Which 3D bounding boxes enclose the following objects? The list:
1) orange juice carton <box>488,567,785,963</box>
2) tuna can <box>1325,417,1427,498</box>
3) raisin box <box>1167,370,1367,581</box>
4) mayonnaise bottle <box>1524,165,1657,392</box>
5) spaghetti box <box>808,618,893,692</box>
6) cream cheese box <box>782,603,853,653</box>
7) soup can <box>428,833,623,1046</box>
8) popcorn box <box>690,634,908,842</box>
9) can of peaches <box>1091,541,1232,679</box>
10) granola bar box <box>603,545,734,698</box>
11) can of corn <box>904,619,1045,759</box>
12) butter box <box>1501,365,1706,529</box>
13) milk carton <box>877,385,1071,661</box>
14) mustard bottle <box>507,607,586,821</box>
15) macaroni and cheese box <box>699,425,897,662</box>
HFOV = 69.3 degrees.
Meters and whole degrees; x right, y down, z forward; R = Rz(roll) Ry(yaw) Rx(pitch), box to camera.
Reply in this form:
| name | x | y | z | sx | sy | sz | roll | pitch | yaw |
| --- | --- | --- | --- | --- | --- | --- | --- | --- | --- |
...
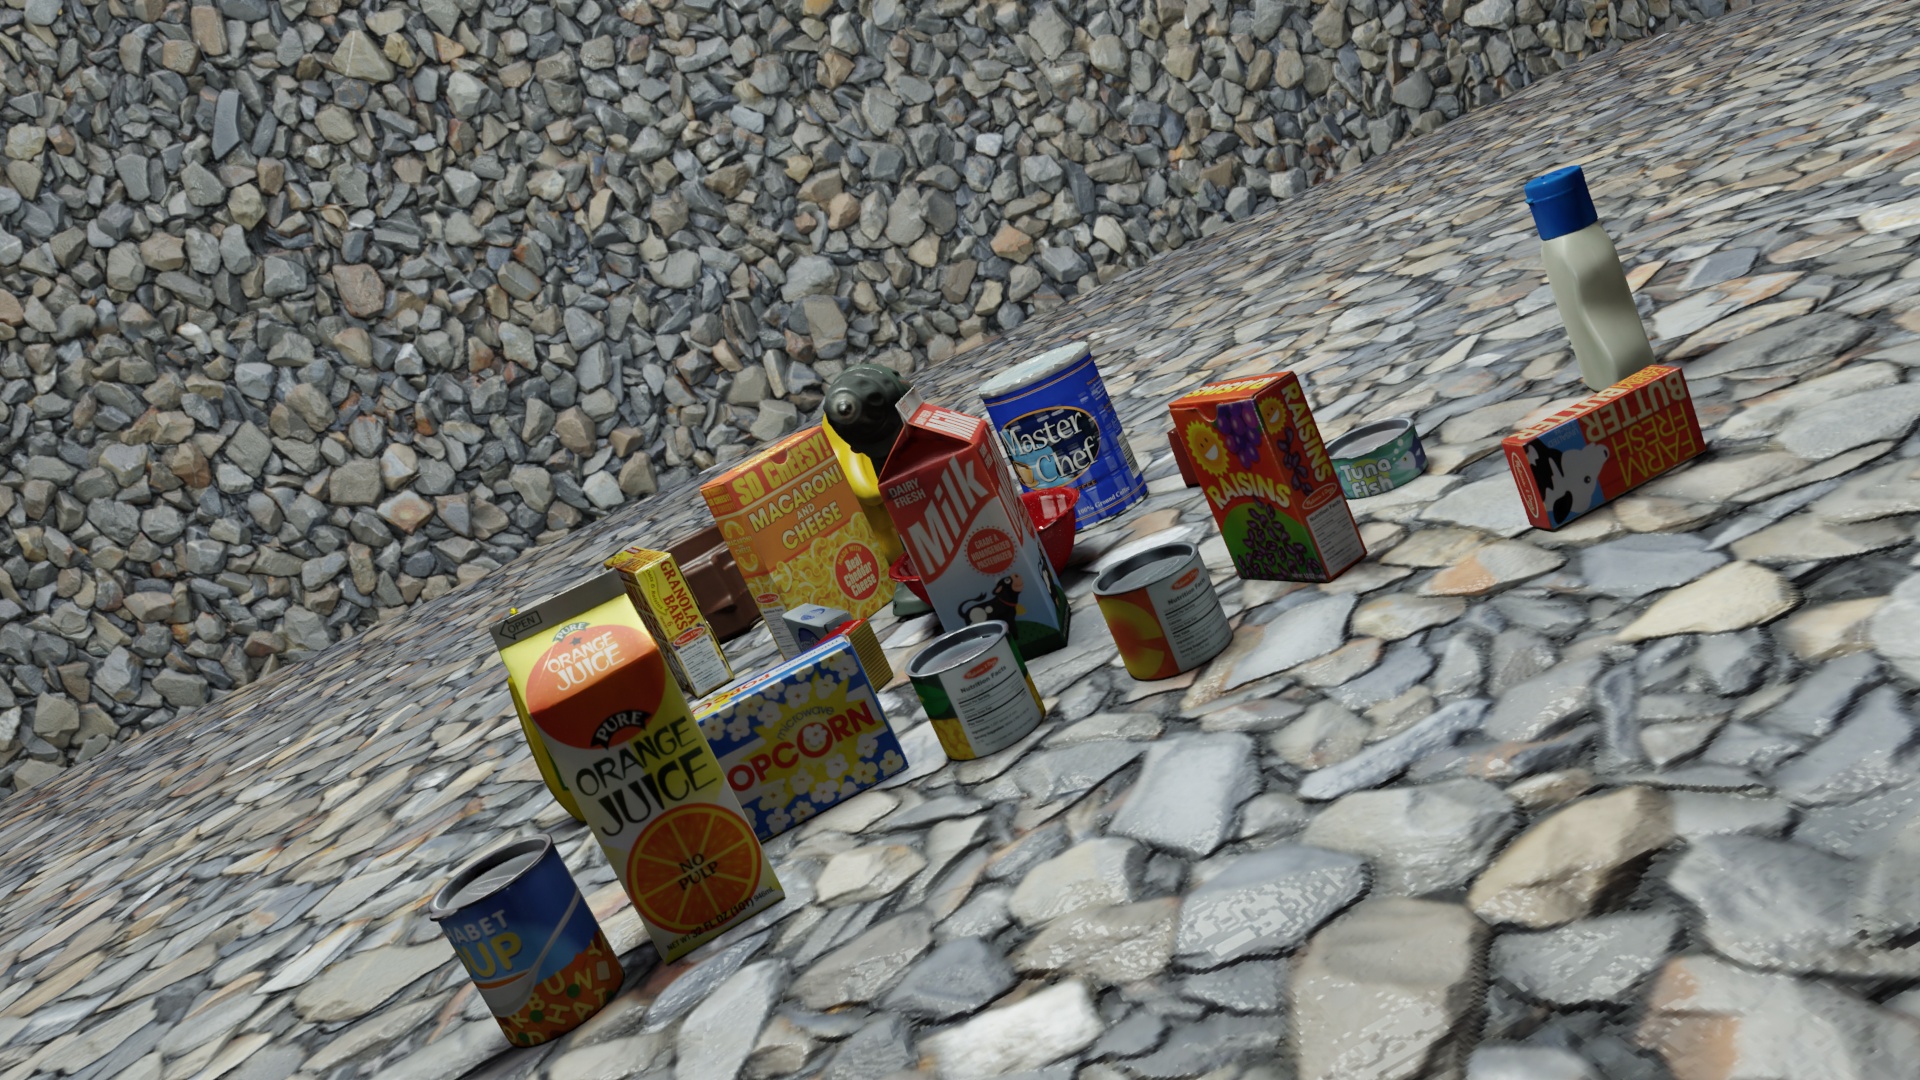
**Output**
| name | x | y | z | sx | sy | sz | roll | pitch | yaw |
| --- | --- | --- | --- | --- | --- | --- | --- | --- | --- |
| orange juice carton | -0.170 | 0.114 | 0.731 | 0.072 | 0.192 | 0.073 | -28 | 12 | -14 |
| tuna can | 0.283 | -0.056 | 0.951 | 0.071 | 0.032 | 0.071 | -23 | 12 | 5 |
| raisin box | 0.186 | -0.037 | 0.848 | 0.040 | 0.123 | 0.086 | -30 | 13 | -23 |
| mayonnaise bottle | 0.414 | -0.171 | 0.915 | 0.041 | 0.147 | 0.065 | -23 | 12 | 8 |
| spaghetti box | -0.127 | 0.129 | 0.916 | 0.028 | 0.050 | 0.251 | -16 | 15 | 36 |
| cream cheese box | -0.102 | 0.079 | 1.071 | 0.024 | 0.053 | 0.103 | -29 | 13 | -22 |
| soup can | -0.221 | 0.204 | 0.705 | 0.071 | 0.083 | 0.071 | -23 | 12 | 5 |
| popcorn box | -0.106 | 0.122 | 0.825 | 0.127 | 0.085 | 0.038 | -26 | 12 | -9 |
| can of peaches | 0.116 | 0.040 | 0.808 | 0.071 | 0.058 | 0.071 | -23 | 12 | 5 |
| granola bar box | -0.265 | 0.070 | 1.253 | 0.039 | 0.124 | 0.165 | -29 | 13 | -20 |
| can of corn | 0.008 | 0.087 | 0.817 | 0.071 | 0.058 | 0.071 | -23 | 12 | 5 |
| butter box | 0.351 | -0.051 | 0.758 | 0.103 | 0.053 | 0.024 | -26 | 12 | -7 |
| milk carton | 0.003 | -0.012 | 0.929 | 0.073 | 0.190 | 0.072 | -22 | 12 | 13 |
| mustard bottle | -0.288 | 0.121 | 0.996 | 0.065 | 0.160 | 0.049 | -29 | 13 | -19 |
| macaroni and cheese box | -0.133 | 0.002 | 1.186 | 0.040 | 0.166 | 0.124 | -13 | 17 | 44 |
